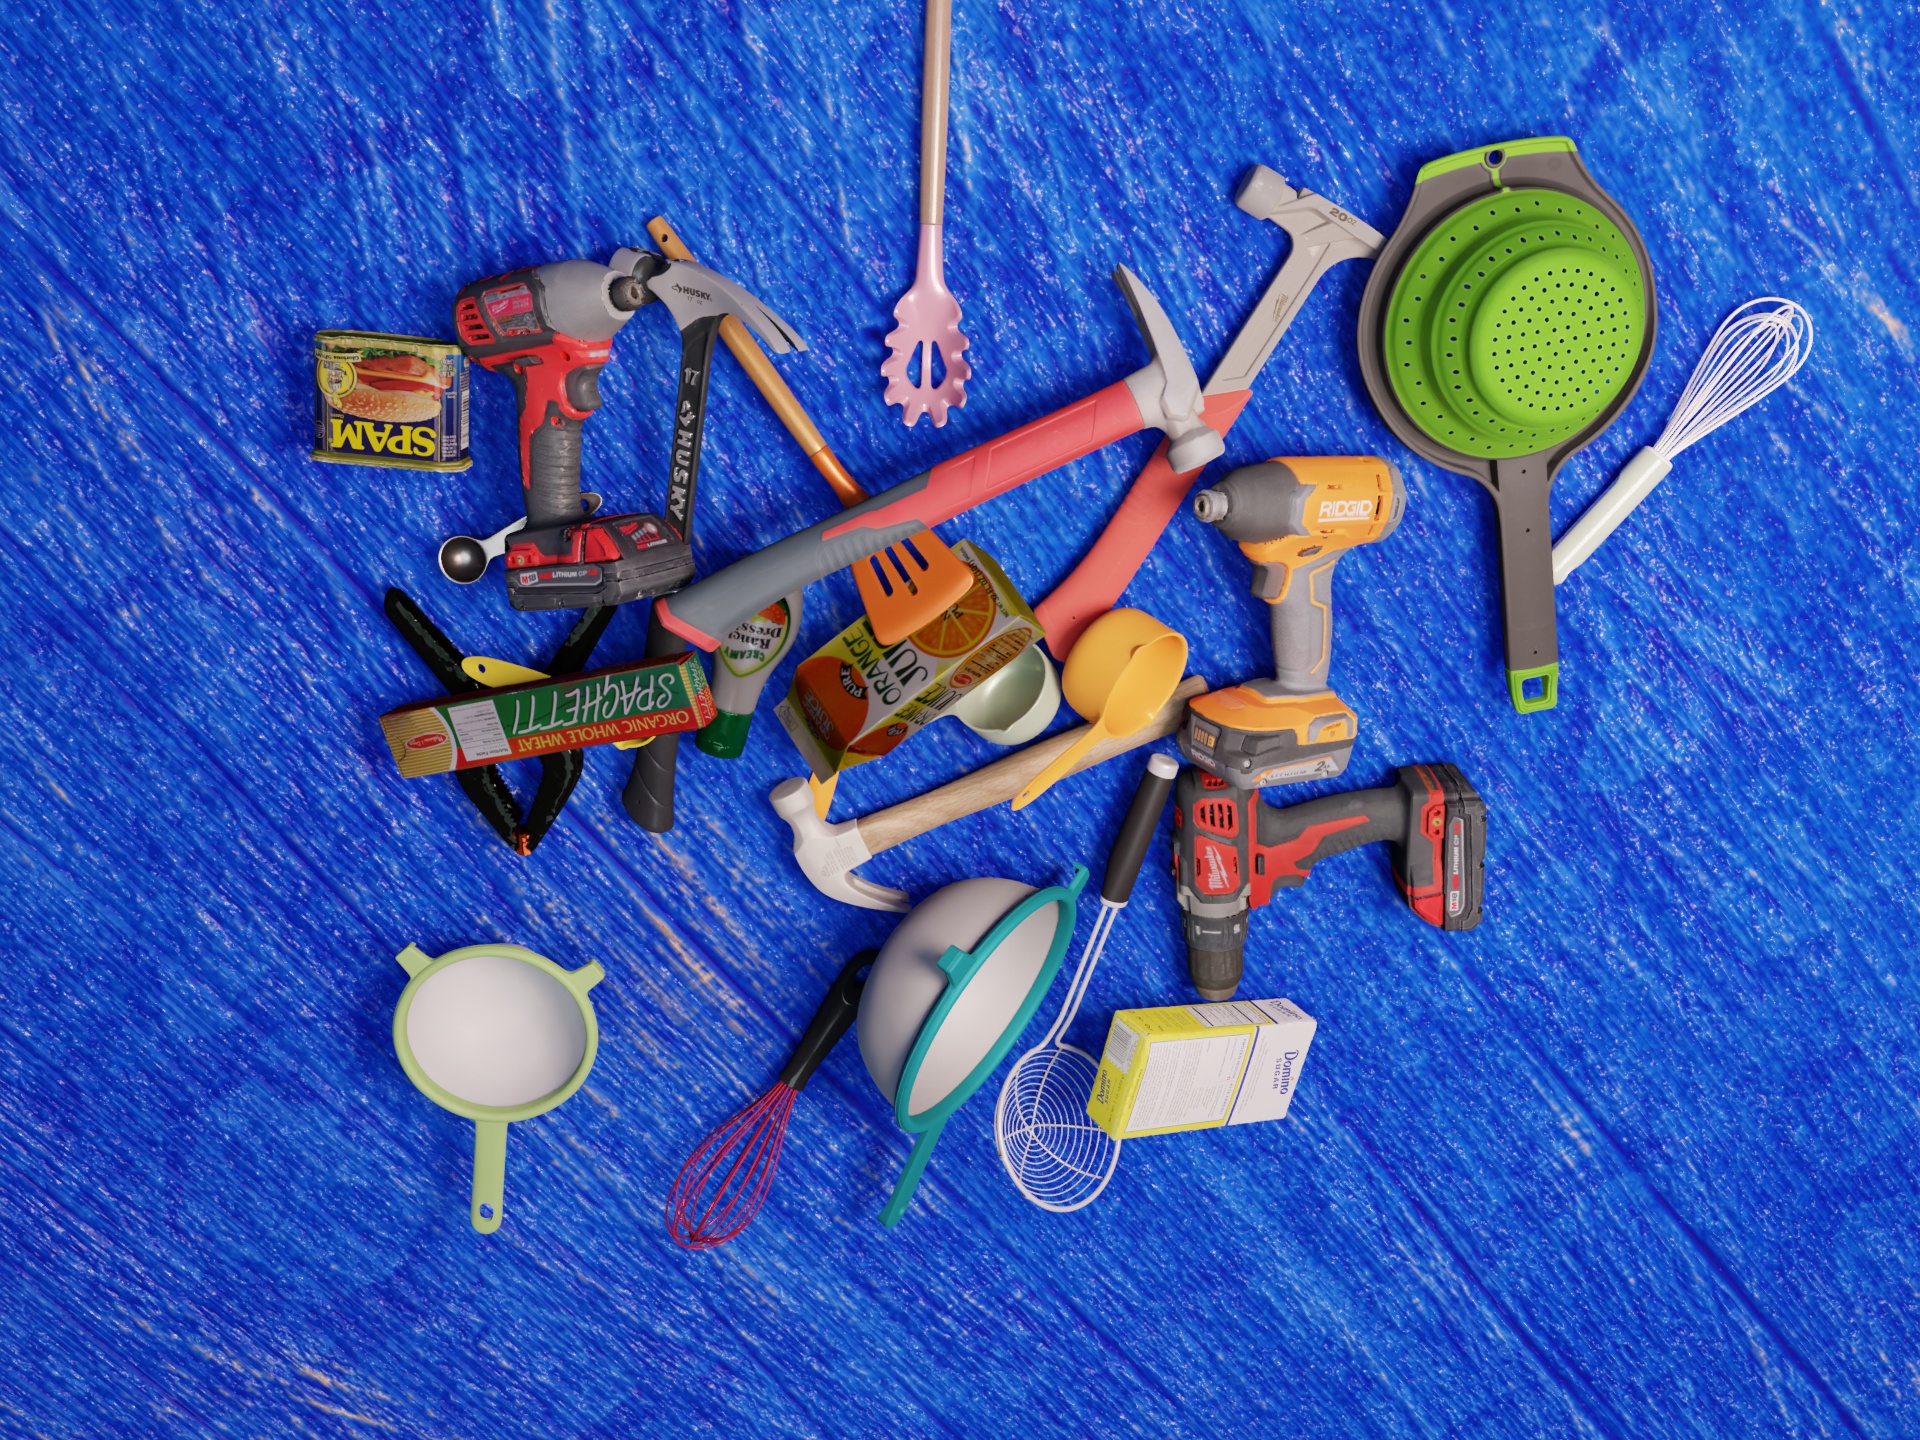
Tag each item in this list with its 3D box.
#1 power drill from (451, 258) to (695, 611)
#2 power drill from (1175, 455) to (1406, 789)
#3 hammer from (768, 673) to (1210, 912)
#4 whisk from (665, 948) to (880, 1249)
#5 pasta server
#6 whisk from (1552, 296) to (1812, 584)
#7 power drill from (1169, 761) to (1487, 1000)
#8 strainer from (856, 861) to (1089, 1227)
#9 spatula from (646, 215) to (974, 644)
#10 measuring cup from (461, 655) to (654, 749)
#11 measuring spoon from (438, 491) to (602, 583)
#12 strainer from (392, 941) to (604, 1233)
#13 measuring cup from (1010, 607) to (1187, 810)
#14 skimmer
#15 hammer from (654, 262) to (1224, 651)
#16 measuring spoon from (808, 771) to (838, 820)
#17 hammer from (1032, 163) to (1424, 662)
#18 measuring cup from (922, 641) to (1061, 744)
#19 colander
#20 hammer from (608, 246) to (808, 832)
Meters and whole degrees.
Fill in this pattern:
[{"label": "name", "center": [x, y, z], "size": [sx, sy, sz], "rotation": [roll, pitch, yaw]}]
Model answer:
[{"label": "power drill", "center": [-0.250, -0.187, 1.040], "size": [0.143, 0.078, 0.219], "rotation": [-2, 103, 32]}, {"label": "power drill", "center": [0.217, -0.072, 1.106], "size": [0.164, 0.084, 0.226], "rotation": [-6, 112, -31]}, {"label": "hammer", "center": [0.033, 0.047, 1.189], "size": [0.331, 0.031, 0.130], "rotation": [-22, 113, 4]}, {"label": "whisk", "center": [-0.144, 0.303, 1.266], "size": [0.073, 0.073, 0.296], "rotation": [31, 99, -12]}, {"label": "pasta server", "center": [-0.018, -0.354, 1.044], "size": [0.060, 0.040, 0.316], "rotation": [2, 108, -2]}, {"label": "whisk", "center": [0.497, -0.193, 1.122], "size": [0.059, 0.057, 0.246], "rotation": [46, 108, 19]}, {"label": "power drill", "center": [0.273, 0.121, 1.207], "size": [0.226, 0.080, 0.187], "rotation": [-4, 110, 2]}, {"label": "strainer", "center": [-0.031, 0.245, 1.212], "size": [0.095, 0.211, 0.340], "rotation": [33, 121, 21]}, {"label": "spatula", "center": [-0.111, -0.201, 1.073], "size": [0.081, 0.041, 0.322], "rotation": [-34, 99, 11]}, {"label": "measuring cup", "center": [-0.276, -0.025, 1.119], "size": [0.156, 0.029, 0.062], "rotation": [15, 114, 12]}, {"label": "measuring spoon", "center": [-0.310, -0.133, 1.126], "size": [0.124, 0.018, 0.034], "rotation": [-24, 101, -1]}, {"label": "strainer", "center": [-0.359, 0.276, 1.239], "size": [0.151, 0.069, 0.256], "rotation": [6, 110, -7]}, {"label": "measuring cup", "center": [0.083, -0.009, 1.115], "size": [0.173, 0.052, 0.095], "rotation": [-42, 149, -13]}, {"label": "skimmer", "center": [0.115, 0.204, 1.211], "size": [0.127, 0.090, 0.363], "rotation": [1, 116, -37]}, {"label": "hammer", "center": [-0.027, -0.160, 1.048], "size": [0.386, 0.038, 0.143], "rotation": [-25, 92, -3]}, {"label": "measuring spoon", "center": [-0.102, 0.042, 1.195], "size": [0.021, 0.011, 0.117], "rotation": [16, 108, -8]}, {"label": "hammer", "center": [0.169, -0.191, 1.111], "size": [0.149, 0.037, 0.359], "rotation": [29, 106, -12]}, {"label": "measuring cup", "center": [-0.002, -0.004, 1.166], "size": [0.167, 0.083, 0.038], "rotation": [-21, 145, 24]}, {"label": "colander", "center": [0.386, -0.177, 1.061], "size": [0.204, 0.095, 0.396], "rotation": [-12, 111, 0]}, {"label": "hammer", "center": [-0.194, -0.105, 1.099], "size": [0.149, 0.036, 0.408], "rotation": [23, 117, 26]}]
